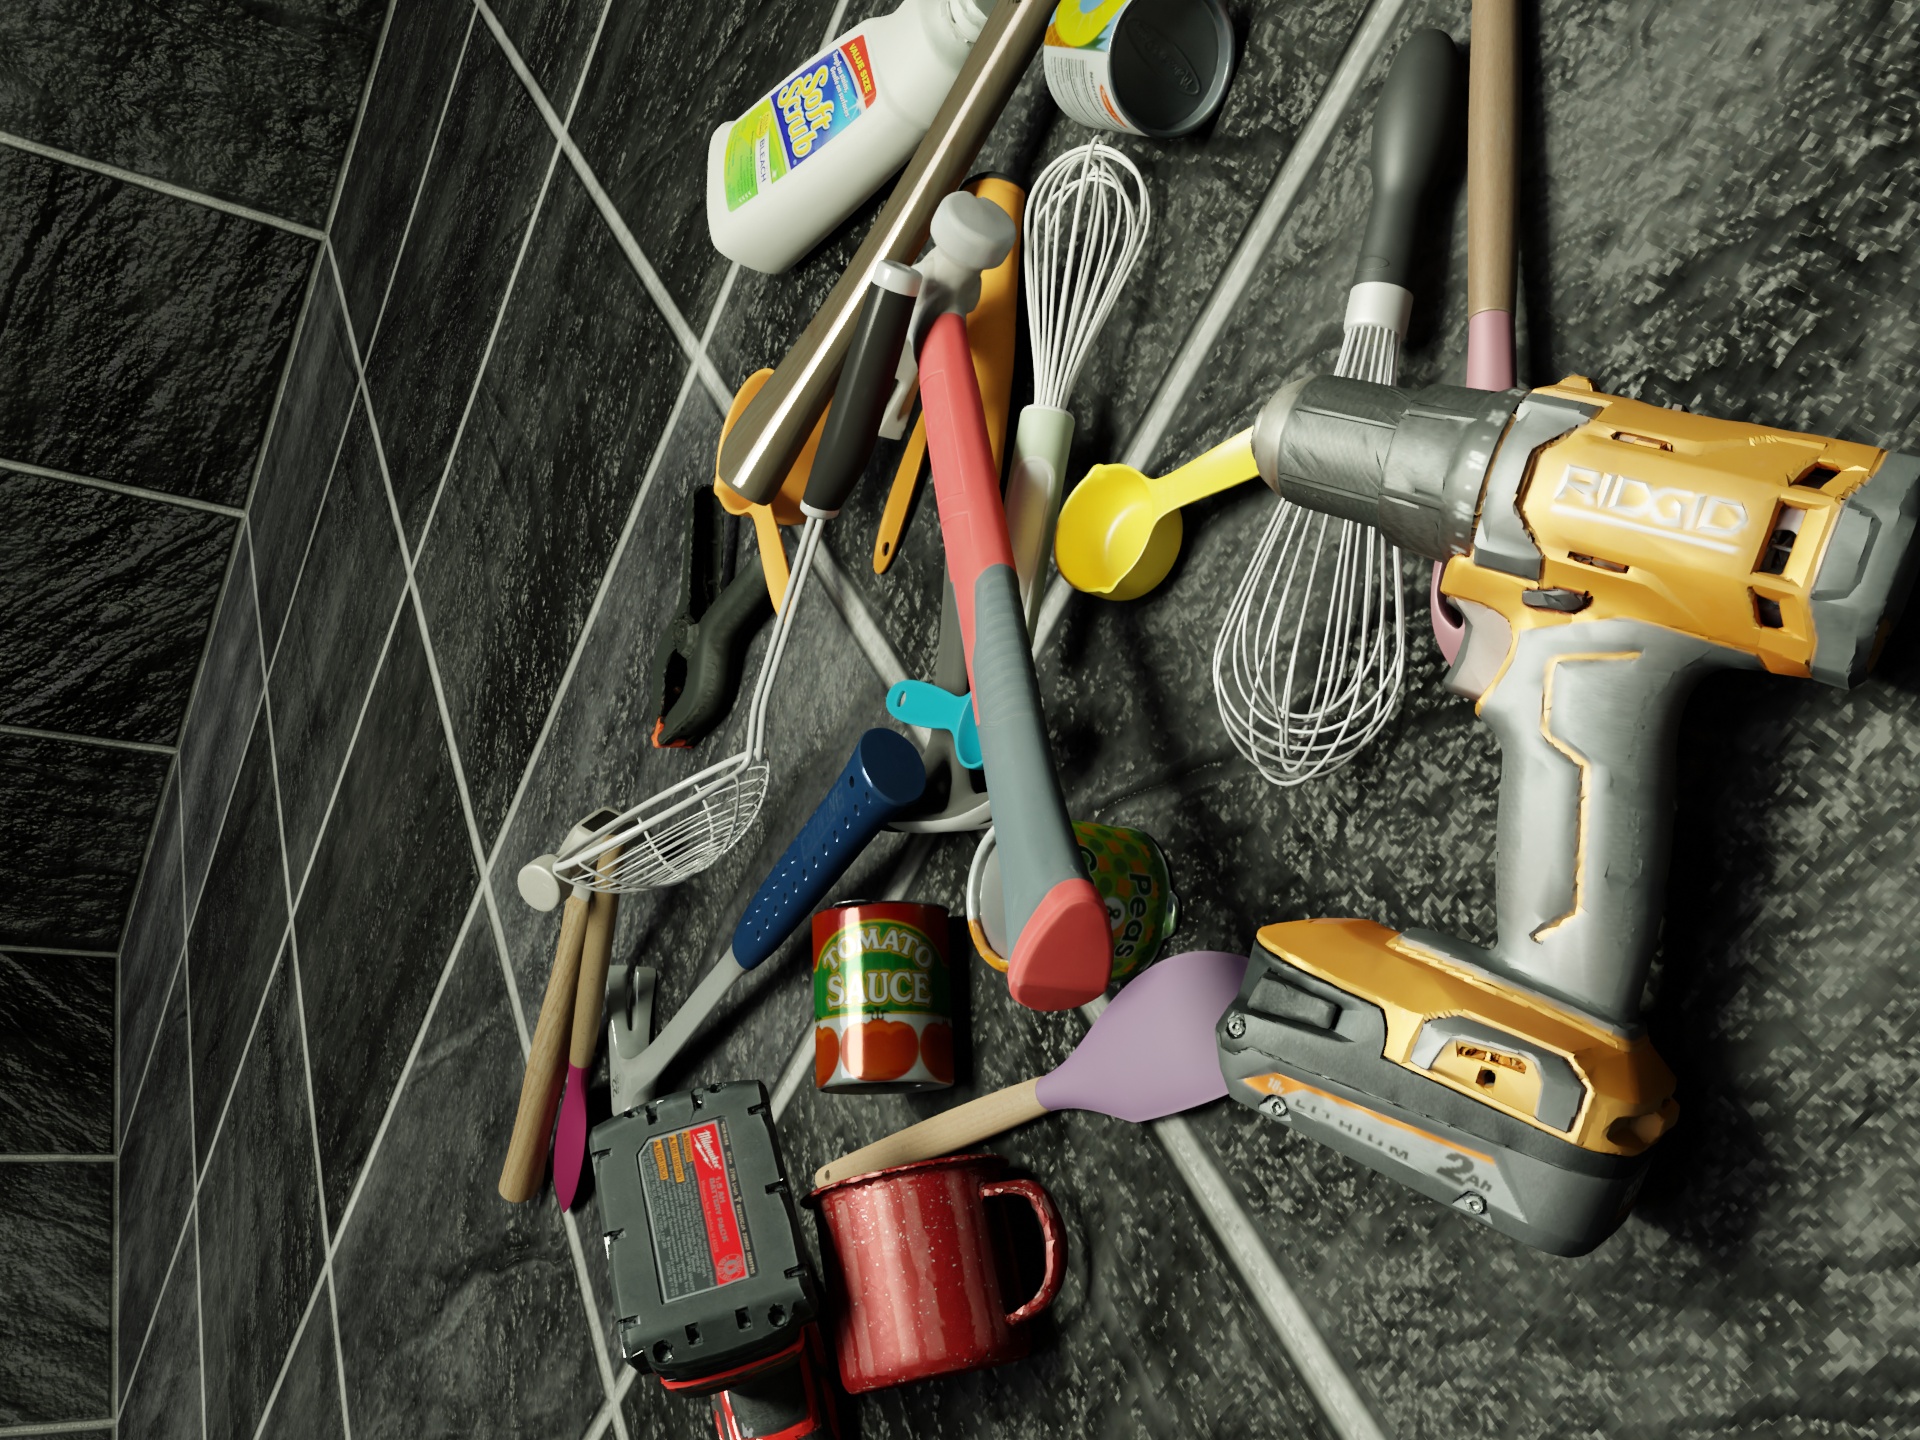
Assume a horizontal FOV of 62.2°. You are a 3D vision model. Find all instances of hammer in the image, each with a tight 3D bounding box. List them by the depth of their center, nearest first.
[{"bbox_3d":[0.004,-0.050,0.670,0.143,0.038,0.387,124,147,-45],"label":"hammer"},{"bbox_3d":[0.009,-0.113,0.785,0.127,0.034,0.337,-10,73,55],"label":"hammer"},{"bbox_3d":[-0.003,-0.282,0.791,0.410,0.038,0.146,-57,40,15],"label":"hammer"},{"bbox_3d":[-0.124,0.126,0.881,0.405,0.035,0.144,-50,42,44],"label":"hammer"},{"bbox_3d":[-0.267,0.198,1.063,0.031,0.130,0.331,26,120,12],"label":"hammer"}]

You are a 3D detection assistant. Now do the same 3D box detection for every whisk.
[{"bbox_3d":[0.145,-0.115,0.571,0.070,0.070,0.285,5,81,56],"label":"whisk"},{"bbox_3d":[0.041,-0.145,0.717,0.059,0.058,0.246,39,-118,-77],"label":"whisk"}]

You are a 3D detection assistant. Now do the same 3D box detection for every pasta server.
[{"bbox_3d":[0.187,-0.158,0.545,0.060,0.040,0.316,-15,65,54],"label":"pasta server"}]

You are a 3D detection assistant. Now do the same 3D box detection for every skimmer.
[{"bbox_3d":[-0.114,-0.063,0.796,0.090,0.127,0.363,26,114,10],"label":"skimmer"}]

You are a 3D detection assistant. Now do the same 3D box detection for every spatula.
[{"bbox_3d":[0.022,0.168,0.701,0.316,0.018,0.060,-36,52,44],"label":"spatula"}]

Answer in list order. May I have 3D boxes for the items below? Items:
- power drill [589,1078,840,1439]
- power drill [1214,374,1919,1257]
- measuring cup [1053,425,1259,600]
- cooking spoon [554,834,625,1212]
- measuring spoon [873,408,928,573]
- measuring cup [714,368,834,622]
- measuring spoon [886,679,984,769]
[{"bbox_3d":[-0.104,0.262,0.738,0.219,0.078,0.143,85,167,-51],"label":"power drill"},{"bbox_3d":[0.147,0.012,0.464,0.185,0.084,0.226,22,99,32],"label":"power drill"},{"bbox_3d":[0.105,-0.095,0.655,0.156,0.029,0.062,-24,60,38],"label":"measuring cup"},{"bbox_3d":[-0.242,0.201,1.026,0.069,0.017,0.318,-113,32,-52],"label":"cooking spoon"},{"bbox_3d":[-0.025,-0.133,0.865,0.021,0.011,0.117,45,121,49],"label":"measuring spoon"},{"bbox_3d":[-0.095,-0.125,0.927,0.095,0.052,0.174,-44,49,41],"label":"measuring cup"},{"bbox_3d":[-0.001,-0.002,0.725,0.129,0.021,0.042,16,88,64],"label":"measuring spoon"}]
